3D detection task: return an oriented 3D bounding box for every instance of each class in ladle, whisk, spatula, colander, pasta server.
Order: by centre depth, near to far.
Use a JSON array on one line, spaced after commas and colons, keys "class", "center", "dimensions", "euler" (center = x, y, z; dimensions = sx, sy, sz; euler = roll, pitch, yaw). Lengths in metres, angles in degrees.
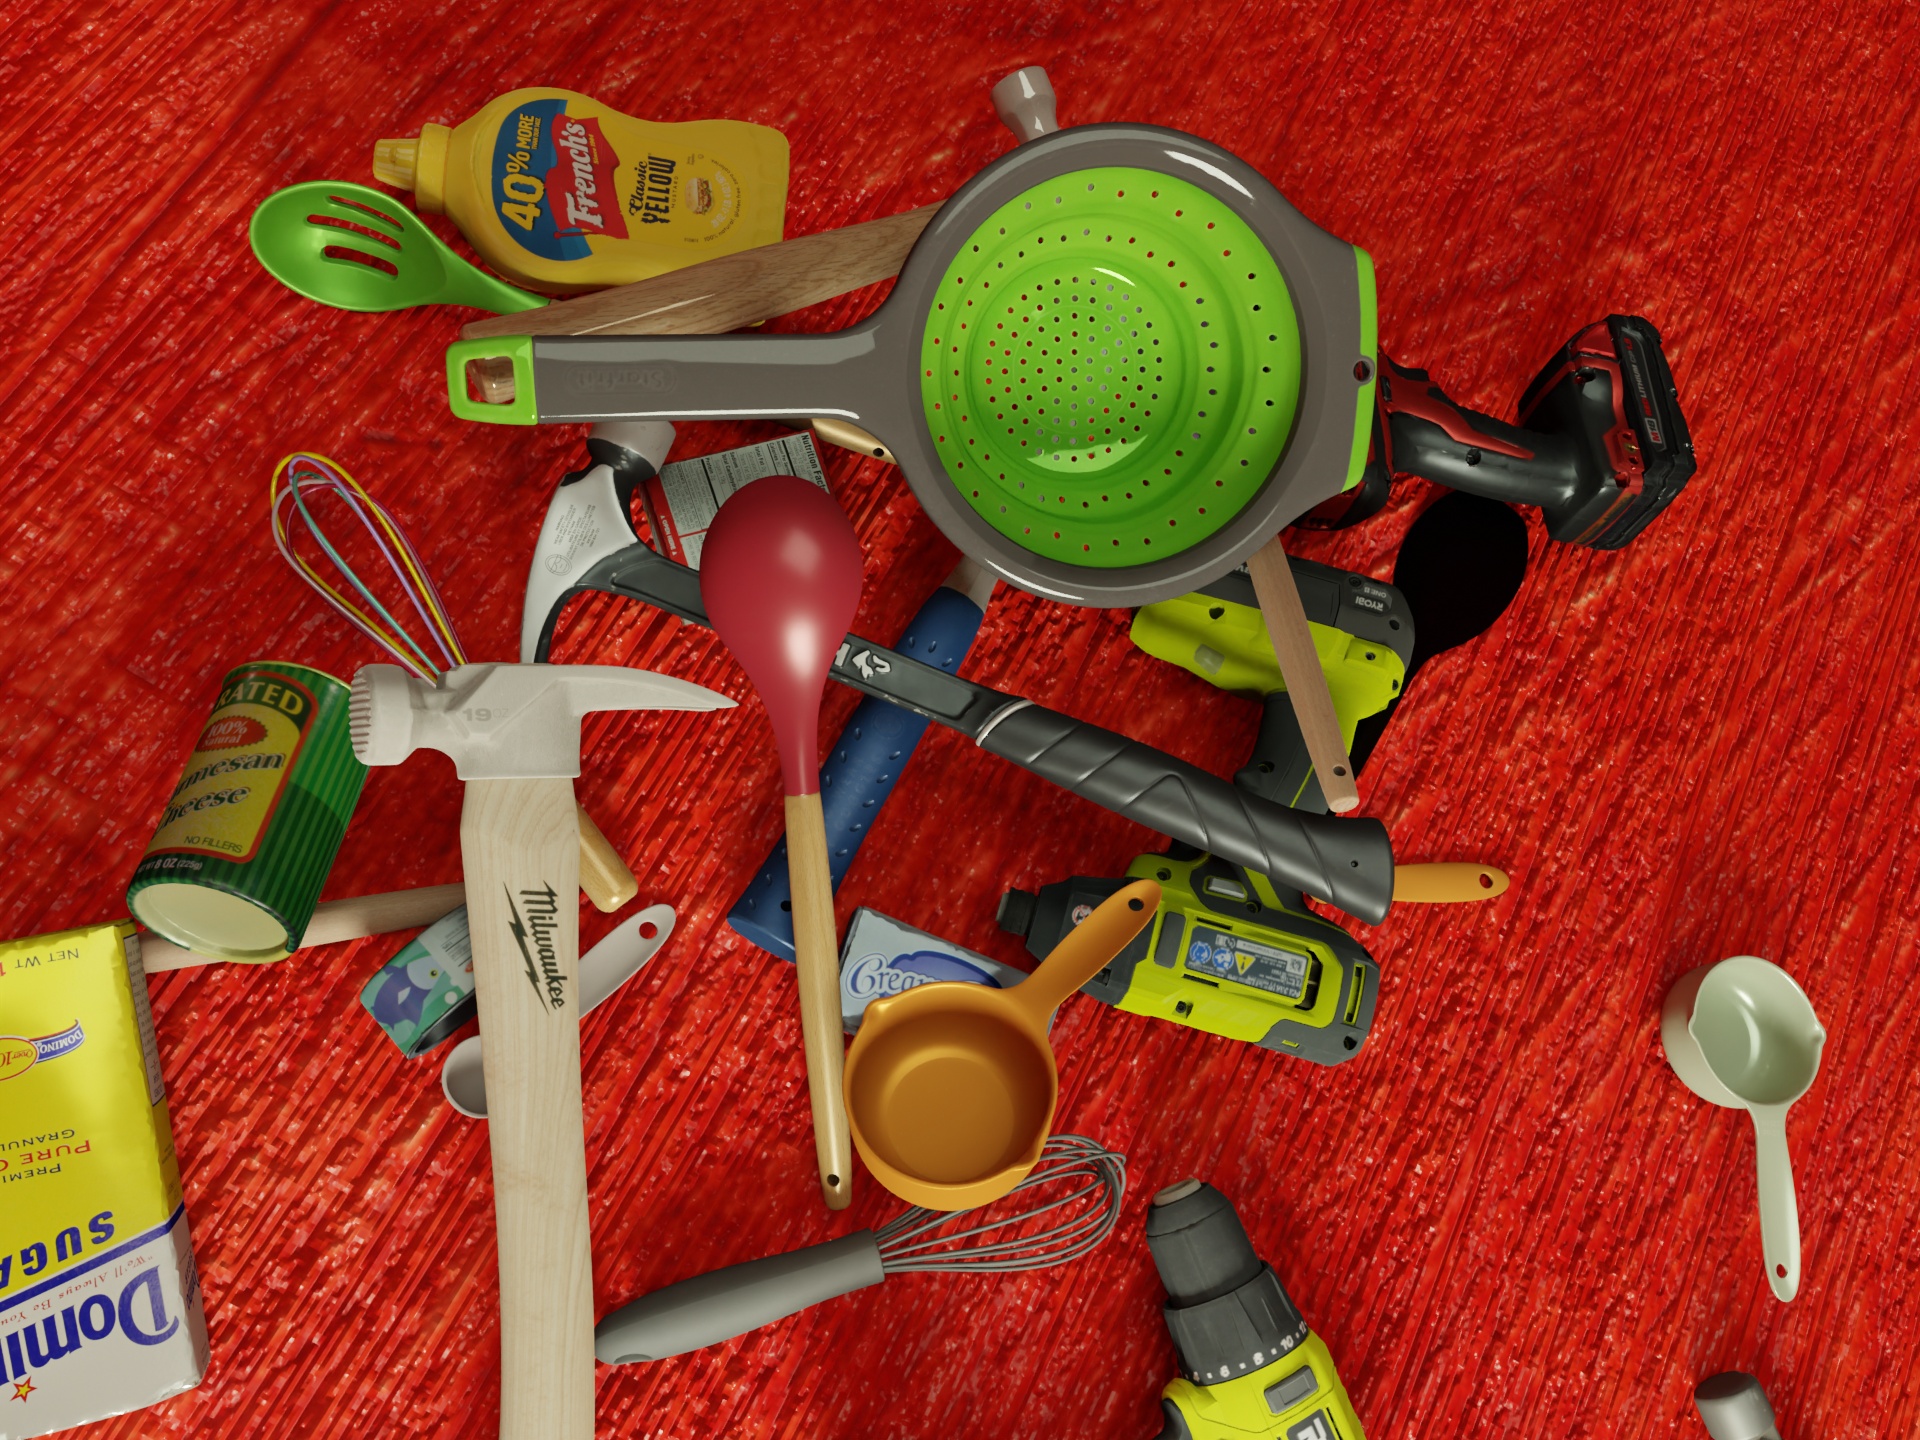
[{"class": "pasta server", "center": [-0.337, 0.096, 0.639], "dimensions": [0.316, 0.040, 0.060], "euler": [-8, 76, -22]}, {"class": "ladle", "center": [-0.066, 0.055, 0.670], "dimensions": [0.069, 0.031, 0.315], "euler": [-4, 98, 7]}, {"class": "whisk", "center": [-0.038, 0.227, 0.675], "dimensions": [0.239, 0.055, 0.055], "euler": [-14, 78, -14]}, {"class": "whisk", "center": [-0.224, -0.016, 0.700], "dimensions": [0.047, 0.051, 0.245], "euler": [-37, 90, -1]}, {"class": "colander", "center": [-0.019, -0.155, 0.712], "dimensions": [0.397, 0.094, 0.204], "euler": [-2, 103, -8]}, {"class": "spatula", "center": [0.136, -0.095, 0.750], "dimensions": [0.060, 0.018, 0.316], "euler": [-8, 57, -4]}]

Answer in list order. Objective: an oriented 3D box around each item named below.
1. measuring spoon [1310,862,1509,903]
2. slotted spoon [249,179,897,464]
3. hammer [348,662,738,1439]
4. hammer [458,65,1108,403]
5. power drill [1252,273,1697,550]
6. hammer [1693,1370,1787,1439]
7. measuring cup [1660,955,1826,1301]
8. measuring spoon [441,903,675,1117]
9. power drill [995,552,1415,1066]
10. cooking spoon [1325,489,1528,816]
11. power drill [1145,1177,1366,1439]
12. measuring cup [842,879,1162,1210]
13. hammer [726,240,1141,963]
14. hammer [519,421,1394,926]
[{"class": "measuring spoon", "center": [0.230, 0.082, 0.810], "dimensions": [0.117, 0.011, 0.021], "euler": [1, 74, -16]}, {"class": "slotted spoon", "center": [-0.172, -0.181, 0.755], "dimensions": [0.313, 0.070, 0.031], "euler": [19, 47, -13]}, {"class": "hammer", "center": [-0.153, 0.183, 0.613], "dimensions": [0.146, 0.038, 0.411], "euler": [-1, 87, -32]}, {"class": "hammer", "center": [-0.070, -0.209, 0.746], "dimensions": [0.331, 0.031, 0.130], "euler": [-24, 91, -24]}, {"class": "power drill", "center": [0.263, -0.184, 0.864], "dimensions": [0.226, 0.080, 0.188], "euler": [4, 62, -12]}, {"class": "hammer", "center": [0.250, 0.432, 0.697], "dimensions": [0.359, 0.036, 0.149], "euler": [-17, 79, -20]}, {"class": "measuring cup", "center": [0.398, 0.205, 0.808], "dimensions": [0.083, 0.038, 0.168], "euler": [5, 74, -15]}, {"class": "measuring spoon", "center": [-0.170, 0.123, 0.686], "dimensions": [0.034, 0.018, 0.124], "euler": [47, 61, 1]}, {"class": "power drill", "center": [0.122, 0.033, 0.753], "dimensions": [0.171, 0.080, 0.223], "euler": [16, 70, 2]}, {"class": "cooking spoon", "center": [0.218, -0.005, 0.829], "dimensions": [0.069, 0.017, 0.319], "euler": [36, 68, 0]}, {"class": "power drill", "center": [0.063, 0.318, 0.658], "dimensions": [0.228, 0.080, 0.191], "euler": [-20, 80, -23]}, {"class": "measuring cup", "center": [0.025, 0.134, 0.680], "dimensions": [0.095, 0.052, 0.173], "euler": [40, 63, 22]}, {"class": "hammer", "center": [0.000, -0.070, 0.778], "dimensions": [0.144, 0.035, 0.406], "euler": [31, 68, -5]}, {"class": "hammer", "center": [-0.001, -0.002, 0.701], "dimensions": [0.409, 0.036, 0.149], "euler": [23, 79, 3]}]
